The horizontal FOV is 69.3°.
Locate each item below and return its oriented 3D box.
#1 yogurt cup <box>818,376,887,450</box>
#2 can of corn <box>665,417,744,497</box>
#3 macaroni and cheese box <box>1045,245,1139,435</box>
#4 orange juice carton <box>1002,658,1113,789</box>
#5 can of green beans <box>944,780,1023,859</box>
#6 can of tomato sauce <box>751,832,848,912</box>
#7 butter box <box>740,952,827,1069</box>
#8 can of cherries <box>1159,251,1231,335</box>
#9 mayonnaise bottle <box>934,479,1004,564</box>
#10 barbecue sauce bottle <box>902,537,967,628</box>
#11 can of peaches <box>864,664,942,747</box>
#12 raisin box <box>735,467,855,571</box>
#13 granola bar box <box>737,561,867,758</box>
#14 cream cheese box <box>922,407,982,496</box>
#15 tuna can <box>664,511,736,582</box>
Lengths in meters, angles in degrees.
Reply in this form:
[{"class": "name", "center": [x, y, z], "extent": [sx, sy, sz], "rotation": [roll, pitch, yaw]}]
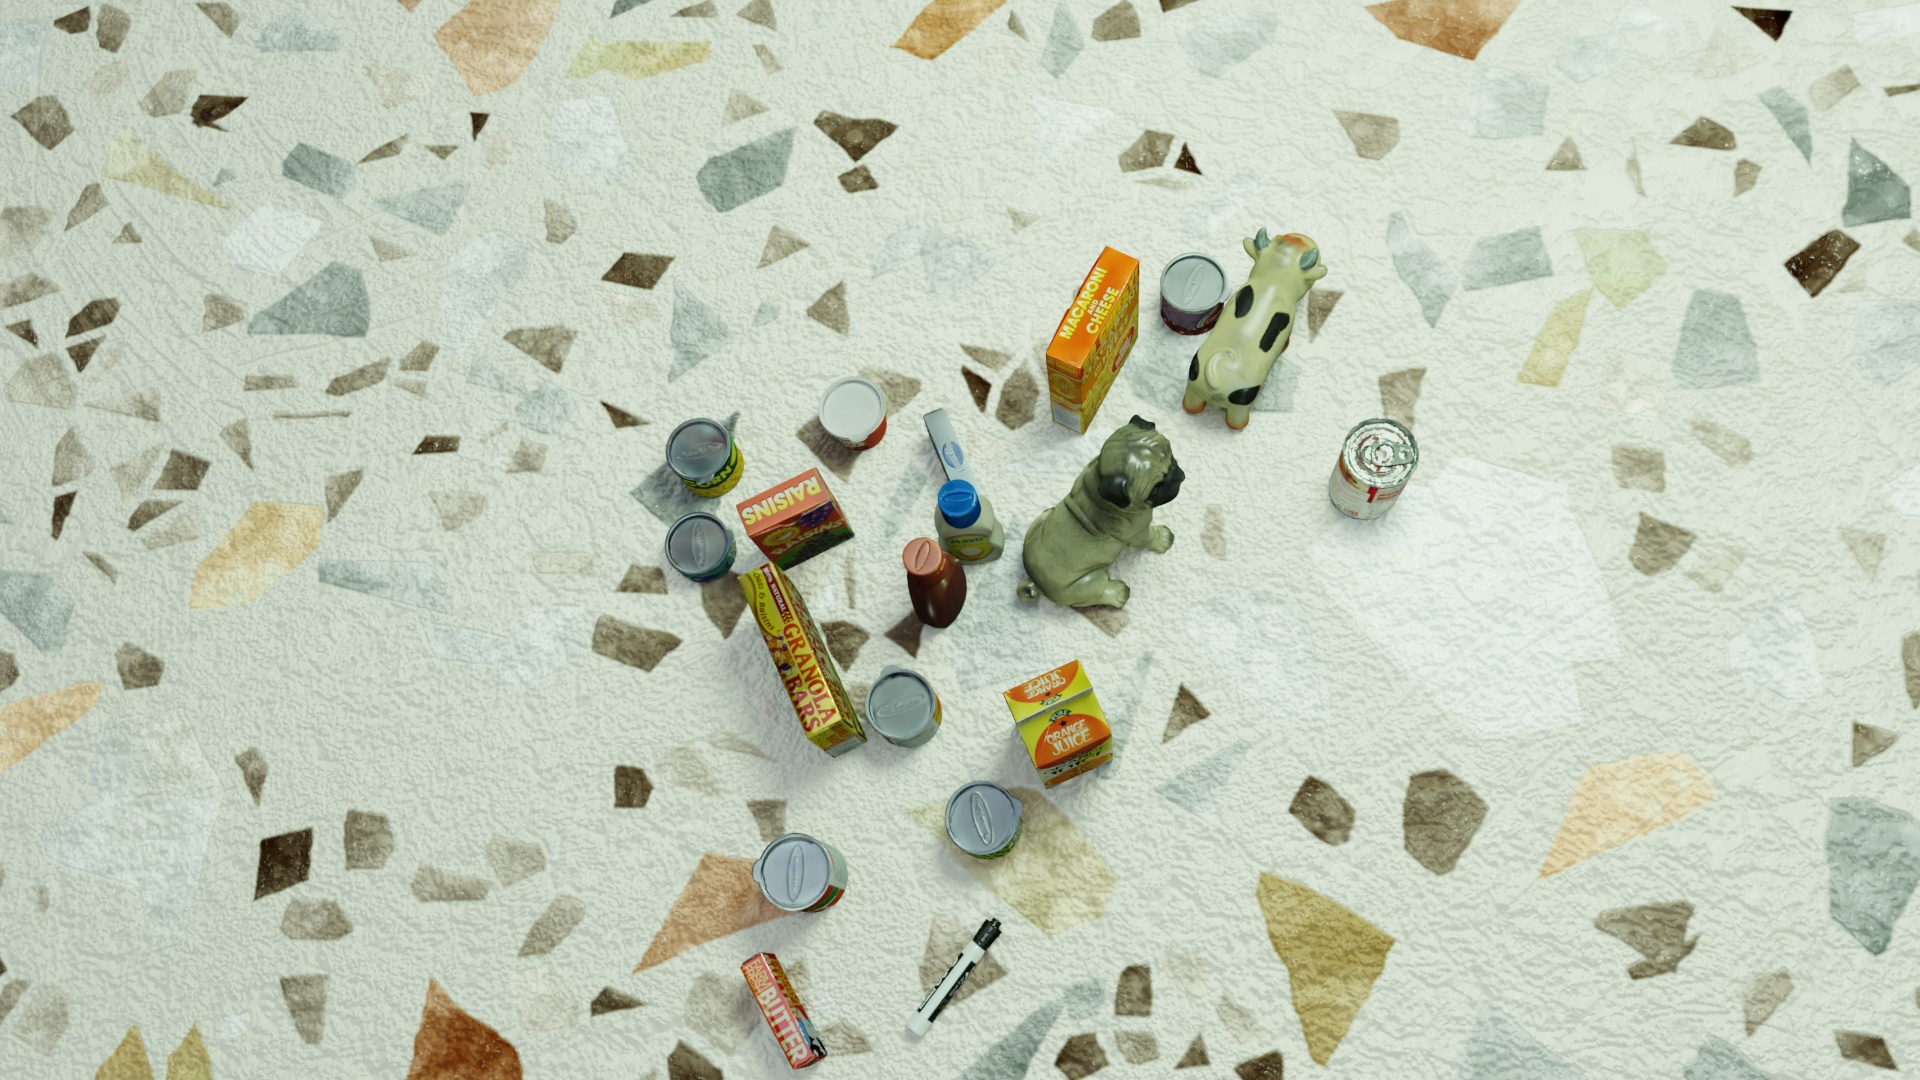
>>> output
[{"class": "yogurt cup", "center": [-0.105, -0.125, 1.400], "extent": [0.072, 0.054, 0.072], "rotation": [-2, 72, 6]}, {"class": "can of corn", "center": [-0.256, -0.081, 1.401], "extent": [0.071, 0.058, 0.071], "rotation": [-2, 72, 6]}, {"class": "macaroni and cheese box", "center": [0.128, -0.188, 1.334], "extent": [0.040, 0.166, 0.124], "rotation": [26, 77, 14]}, {"class": "orange juice carton", "center": [0.087, 0.160, 1.213], "extent": [0.072, 0.192, 0.073], "rotation": [-24, 72, -1]}, {"class": "can of green beans", "center": [0.022, 0.255, 1.261], "extent": [0.071, 0.057, 0.071], "rotation": [-2, 72, 6]}, {"class": "can of tomato sauce", "center": [-0.143, 0.301, 1.252], "extent": [0.071, 0.083, 0.071], "rotation": [-2, 72, 6]}, {"class": "butter box", "center": [-0.157, 0.417, 1.233], "extent": [0.024, 0.053, 0.104], "rotation": [-32, 72, -4]}, {"class": "can of cherries", "center": [0.236, -0.246, 1.397], "extent": [0.071, 0.058, 0.071], "rotation": [-2, 72, 6]}, {"class": "mayonnaise bottle", "center": [0.005, -0.016, 1.303], "extent": [0.065, 0.147, 0.041], "rotation": [-5, 72, 5]}, {"class": "barbecue sauce bottle", "center": [-0.025, 0.035, 1.289], "extent": [0.044, 0.148, 0.065], "rotation": [18, 76, 12]}, {"class": "can of peaches", "center": [-0.053, 0.156, 1.302], "extent": [0.071, 0.058, 0.071], "rotation": [-2, 72, 6]}, {"class": "raisin box", "center": [-0.157, -0.018, 1.335], "extent": [0.086, 0.123, 0.040], "rotation": [-25, 72, -1]}, {"class": "granola bar box", "center": [-0.145, 0.112, 1.291], "extent": [0.039, 0.124, 0.166], "rotation": [-26, 71, -2]}, {"class": "cream cheese box", "center": [-0.005, -0.075, 1.373], "extent": [0.024, 0.053, 0.104], "rotation": [-23, 71, -1]}, {"class": "tuna can", "center": [-0.256, 0.007, 1.386], "extent": [0.071, 0.032, 0.071], "rotation": [-2, 72, 6]}]
